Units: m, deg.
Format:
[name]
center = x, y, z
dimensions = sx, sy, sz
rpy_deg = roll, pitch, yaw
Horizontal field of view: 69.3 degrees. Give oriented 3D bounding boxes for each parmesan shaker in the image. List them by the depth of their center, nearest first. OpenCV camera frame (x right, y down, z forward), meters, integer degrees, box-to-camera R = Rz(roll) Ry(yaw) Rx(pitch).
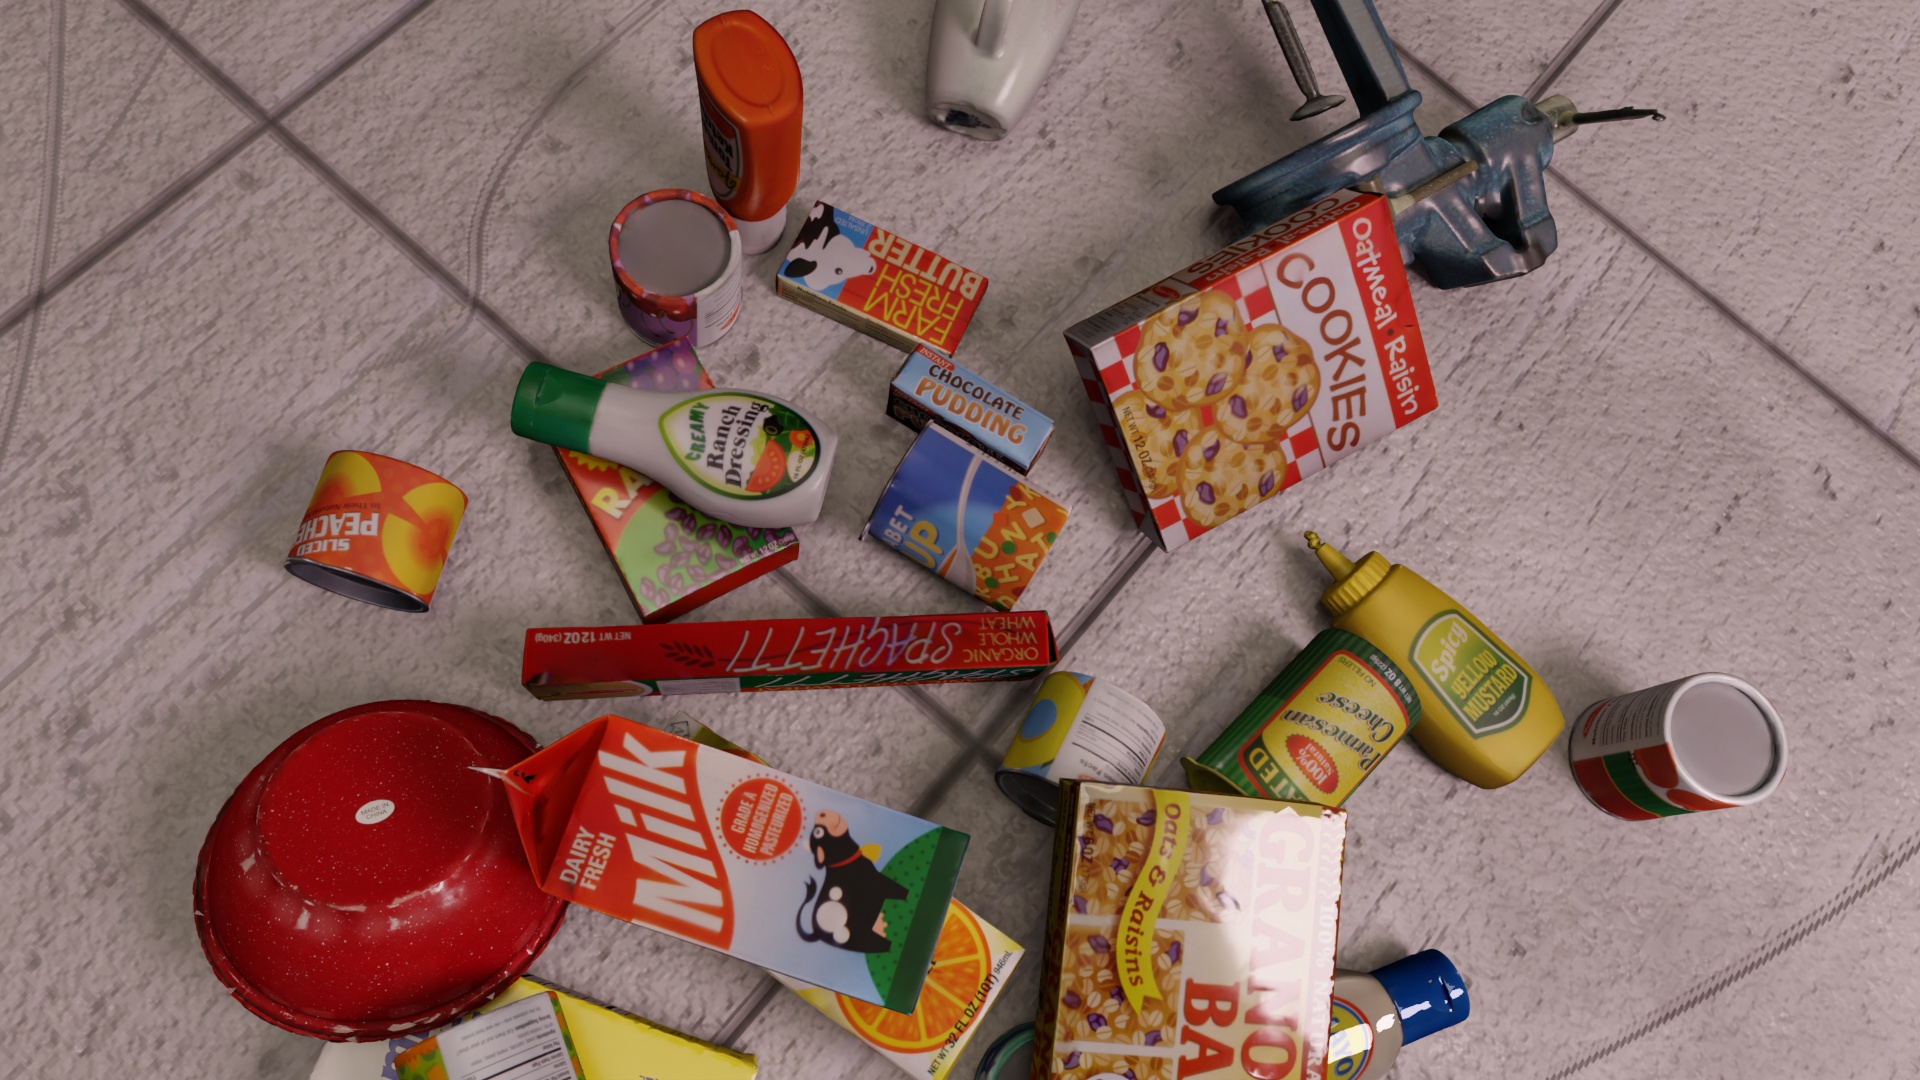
[parmesan shaker]
center = 0.168, 0.098, 0.687
dimensions = 0.103, 0.071, 0.071
rpy_deg = -42, 84, -17

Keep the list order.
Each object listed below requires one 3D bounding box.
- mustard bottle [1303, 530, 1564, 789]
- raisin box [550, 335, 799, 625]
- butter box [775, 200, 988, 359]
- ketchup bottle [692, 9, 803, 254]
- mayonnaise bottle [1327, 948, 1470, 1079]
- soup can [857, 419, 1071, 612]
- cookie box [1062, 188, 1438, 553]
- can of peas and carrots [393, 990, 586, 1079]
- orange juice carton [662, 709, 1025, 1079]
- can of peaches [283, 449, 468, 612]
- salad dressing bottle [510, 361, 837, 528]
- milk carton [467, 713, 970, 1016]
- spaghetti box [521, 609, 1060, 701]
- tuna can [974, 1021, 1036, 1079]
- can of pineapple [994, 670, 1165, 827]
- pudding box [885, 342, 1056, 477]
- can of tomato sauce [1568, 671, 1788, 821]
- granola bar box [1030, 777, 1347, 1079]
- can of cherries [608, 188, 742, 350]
[mustard bottle]
center = 0.235, 0.054, 0.719
dimensions = 0.065, 0.048, 0.160
rpy_deg = -42, 83, -18
[raisin box]
center = -0.146, -0.029, 0.694
dimensions = 0.086, 0.040, 0.123
rpy_deg = -27, 80, -14
[butter box]
center = -0.042, -0.137, 0.748
dimensions = 0.103, 0.024, 0.053
rpy_deg = 24, 72, 0
[ketchup bottle]
center = -0.104, -0.193, 0.690
dimensions = 0.043, 0.148, 0.065
rpy_deg = -25, 78, -14
[mayonnaise bottle]
center = 0.168, 0.236, 0.659
dimensions = 0.148, 0.041, 0.065
rpy_deg = -17, 81, -12
[soup can]
center = 0.002, -0.009, 0.695
dimensions = 0.084, 0.071, 0.071
rpy_deg = 31, 72, 1
[cookie box]
center = 0.152, -0.086, 0.707
dimensions = 0.168, 0.040, 0.122
rpy_deg = -28, 117, -6
[can of peas and carrots]
center = -0.185, 0.221, 0.554
dimensions = 0.071, 0.070, 0.059
rpy_deg = -21, 75, -13
[orange juice carton]
center = -0.072, 0.160, 0.631
dimensions = 0.193, 0.073, 0.072
rpy_deg = 35, 73, 4
[can of peaches]
center = -0.274, -0.005, 0.651
dimensions = 0.071, 0.071, 0.058
rpy_deg = 15, 71, -4
[salad dressing bottle]
center = -0.134, -0.048, 0.656
dimensions = 0.148, 0.044, 0.064
rpy_deg = 14, 71, -4
[milk carton]
center = -0.100, 0.125, 0.560
dimensions = 0.191, 0.072, 0.073
rpy_deg = 19, 73, -1
[spaghetti box]
center = -0.079, 0.056, 0.672
dimensions = 0.250, 0.050, 0.029
rpy_deg = -2, 76, -9
[tuna can]
center = 0.038, 0.258, 0.638
dimensions = 0.071, 0.032, 0.071
rpy_deg = 2, 73, -8
[can of pineapple]
center = 0.057, 0.104, 0.669
dimensions = 0.071, 0.070, 0.058
rpy_deg = 29, 66, 1
[pudding box]
center = 0.004, -0.064, 0.720
dimensions = 0.084, 0.049, 0.030
rpy_deg = 32, 74, 2
[can of tomato sauce]
center = 0.364, 0.107, 0.704
dimensions = 0.071, 0.083, 0.071
rpy_deg = 2, 74, -7
[granola bar box]
center = 0.098, 0.192, 0.607
dimensions = 0.124, 0.039, 0.165
rpy_deg = 7, 84, -8
[can of cherries]
center = -0.148, -0.140, 0.716
dimensions = 0.071, 0.058, 0.071
rpy_deg = 2, 74, -8
